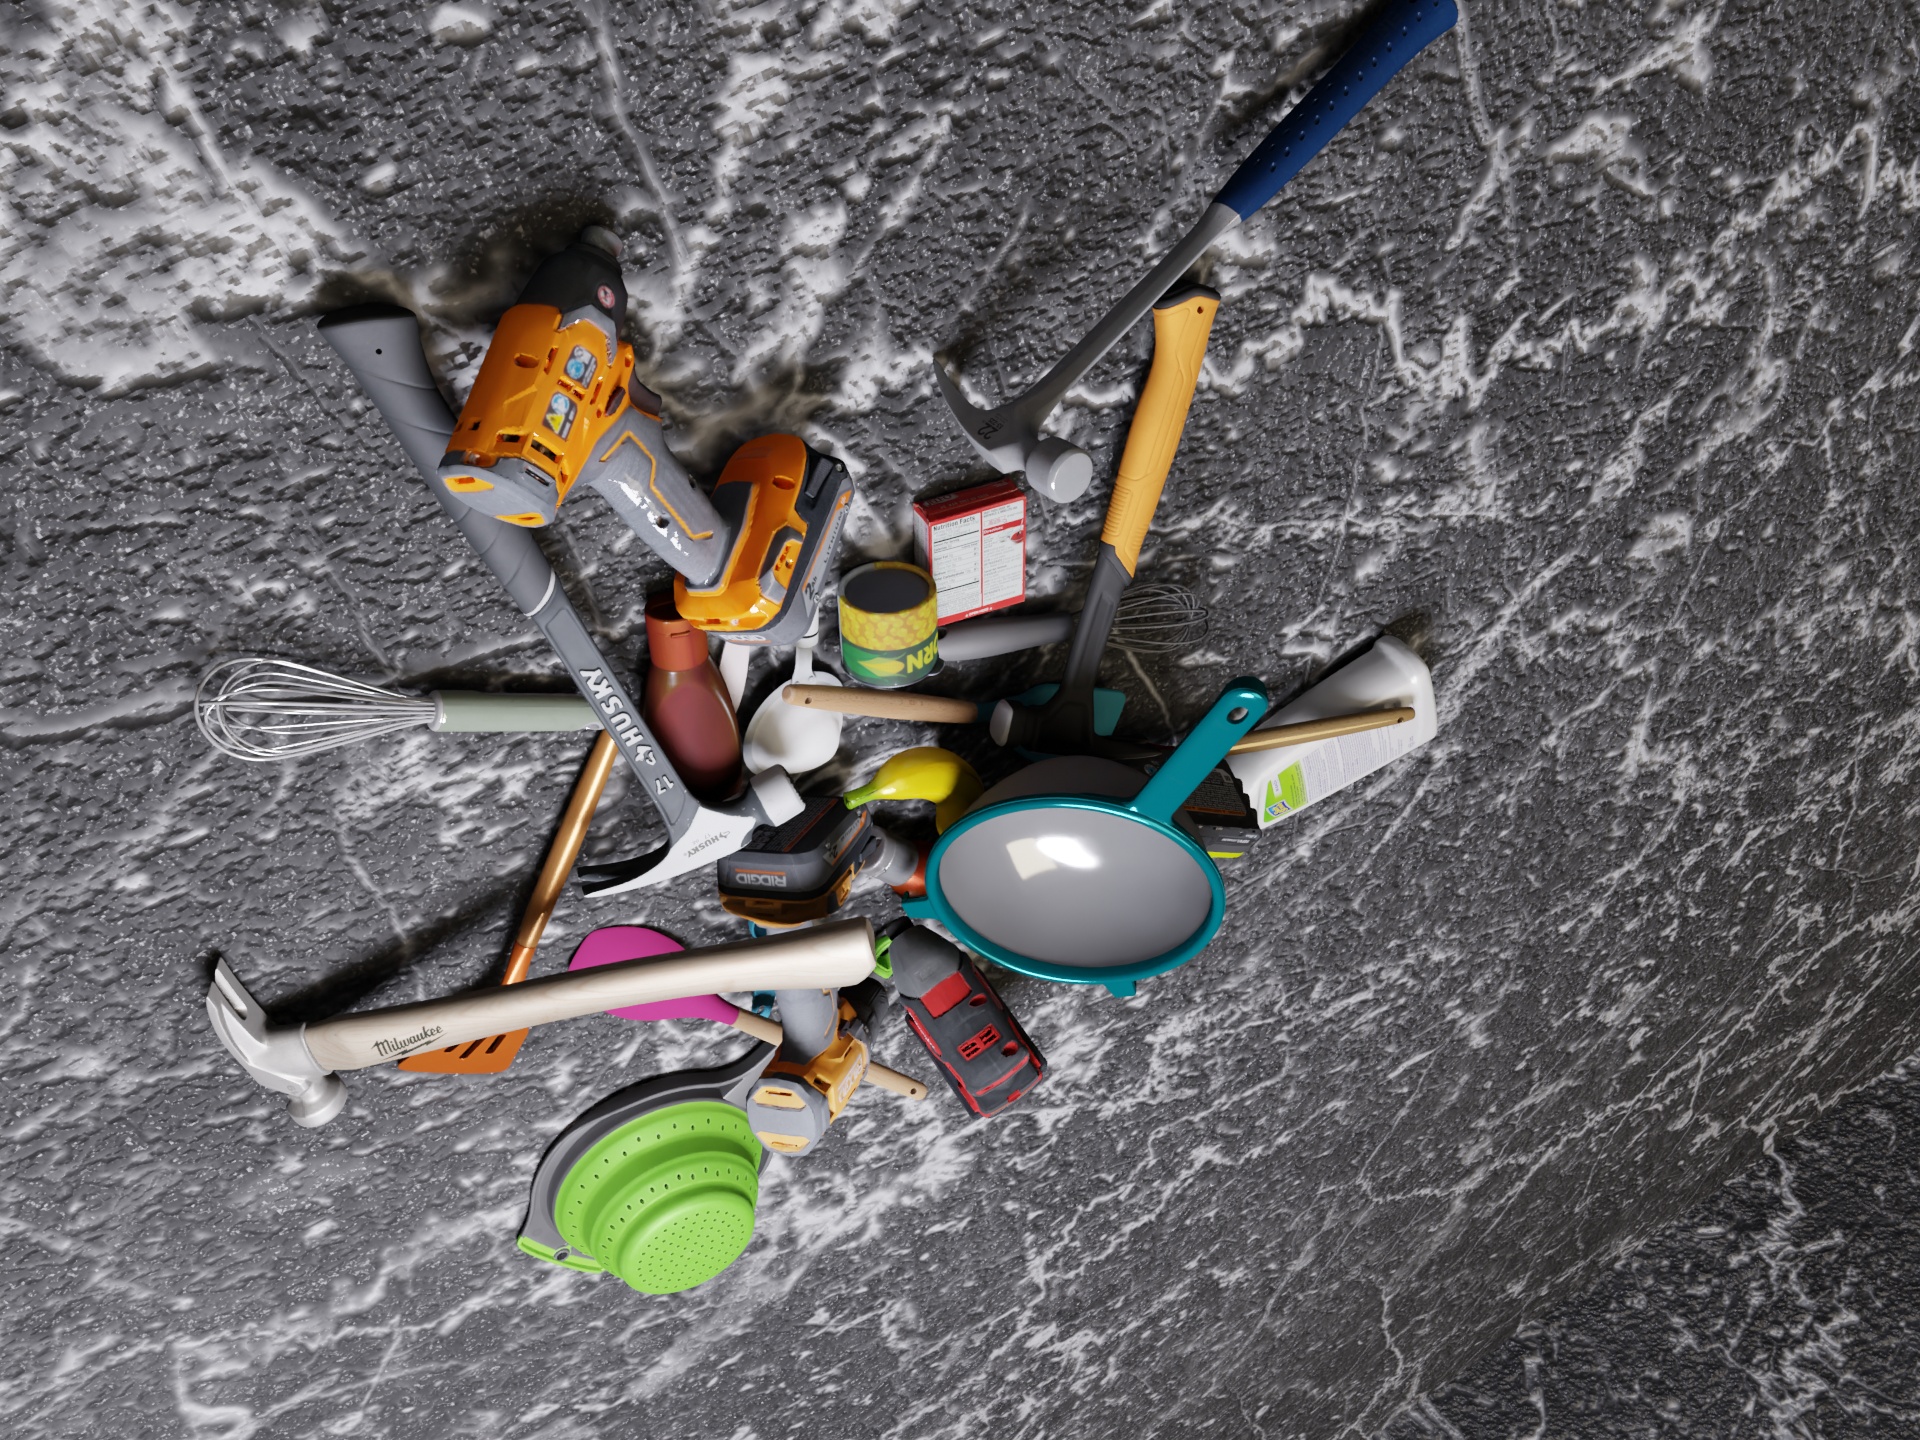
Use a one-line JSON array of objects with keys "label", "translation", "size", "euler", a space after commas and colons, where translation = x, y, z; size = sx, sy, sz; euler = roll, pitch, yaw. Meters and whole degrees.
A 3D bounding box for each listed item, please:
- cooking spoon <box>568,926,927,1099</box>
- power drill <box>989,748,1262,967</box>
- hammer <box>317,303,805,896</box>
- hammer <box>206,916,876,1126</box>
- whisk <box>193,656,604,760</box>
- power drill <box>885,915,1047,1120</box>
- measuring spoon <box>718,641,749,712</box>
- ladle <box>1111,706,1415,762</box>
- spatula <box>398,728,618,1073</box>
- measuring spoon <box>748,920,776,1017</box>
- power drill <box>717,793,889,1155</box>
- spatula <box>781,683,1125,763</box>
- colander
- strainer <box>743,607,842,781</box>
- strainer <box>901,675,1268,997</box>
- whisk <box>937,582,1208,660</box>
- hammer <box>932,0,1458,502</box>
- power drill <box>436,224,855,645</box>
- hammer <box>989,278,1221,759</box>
[{"label": "cooking spoon", "translation": [-0.150, 0.232, 1.202], "size": [0.318, 0.017, 0.069], "euler": [29, 91, -30]}, {"label": "power drill", "translation": [0.137, 0.125, 1.291], "size": [0.171, 0.080, 0.223], "euler": [8, 135, -31]}, {"label": "hammer", "translation": [-0.236, -0.056, 0.912], "size": [0.149, 0.036, 0.408], "euler": [-30, 127, -5]}, {"label": "hammer", "translation": [-0.259, 0.171, 1.010], "size": [0.410, 0.038, 0.146], "euler": [-11, 133, 3]}, {"label": "whisk", "translation": [-0.317, -0.007, 0.934], "size": [0.246, 0.059, 0.058], "euler": [0, 168, -39]}, {"label": "power drill", "translation": [0.000, 0.232, 1.242], "size": [0.078, 0.143, 0.219], "euler": [-35, 160, -7]}, {"label": "measuring spoon", "translation": [-0.149, -0.048, 1.036], "size": [0.034, 0.018, 0.124], "euler": [-7, 134, -27]}, {"label": "ladle", "translation": [0.224, 0.019, 1.287], "size": [0.315, 0.031, 0.069], "euler": [-10, 131, -12]}, {"label": "spatula", "translation": [-0.288, 0.124, 1.073], "size": [0.081, 0.041, 0.322], "euler": [12, 113, -39]}, {"label": "measuring spoon", "translation": [-0.150, 0.179, 1.207], "size": [0.042, 0.021, 0.128], "euler": [-15, 131, -37]}, {"label": "power drill", "translation": [-0.100, 0.167, 1.136], "size": [0.185, 0.084, 0.226], "euler": [-48, 137, -65]}, {"label": "spatula", "translation": [-0.002, -0.004, 1.124], "size": [0.317, 0.044, 0.082], "euler": [5, 116, -50]}, {"label": "colander", "translation": [-0.171, 0.330, 1.263], "size": [0.397, 0.095, 0.204], "euler": [-44, 136, 4]}, {"label": "strainer", "translation": [-0.103, -0.048, 1.047], "size": [0.087, 0.050, 0.258], "euler": [-24, 133, -35]}, {"label": "strainer", "translation": [0.111, 0.055, 1.098], "size": [0.211, 0.095, 0.340], "euler": [23, 135, -13]}, {"label": "whisk", "translation": [0.076, -0.065, 1.148], "size": [0.239, 0.055, 0.055], "euler": [-8, 128, -23]}, {"label": "hammer", "translation": [0.150, -0.305, 0.972], "size": [0.405, 0.144, 0.035], "euler": [-46, 139, -6]}, {"label": "power drill", "translation": [-0.162, -0.151, 0.873], "size": [0.226, 0.084, 0.164], "euler": [33, 68, -46]}, {"label": "hammer", "translation": [0.121, -0.130, 1.092], "size": [0.127, 0.034, 0.336], "euler": [7, 111, -23]}]
